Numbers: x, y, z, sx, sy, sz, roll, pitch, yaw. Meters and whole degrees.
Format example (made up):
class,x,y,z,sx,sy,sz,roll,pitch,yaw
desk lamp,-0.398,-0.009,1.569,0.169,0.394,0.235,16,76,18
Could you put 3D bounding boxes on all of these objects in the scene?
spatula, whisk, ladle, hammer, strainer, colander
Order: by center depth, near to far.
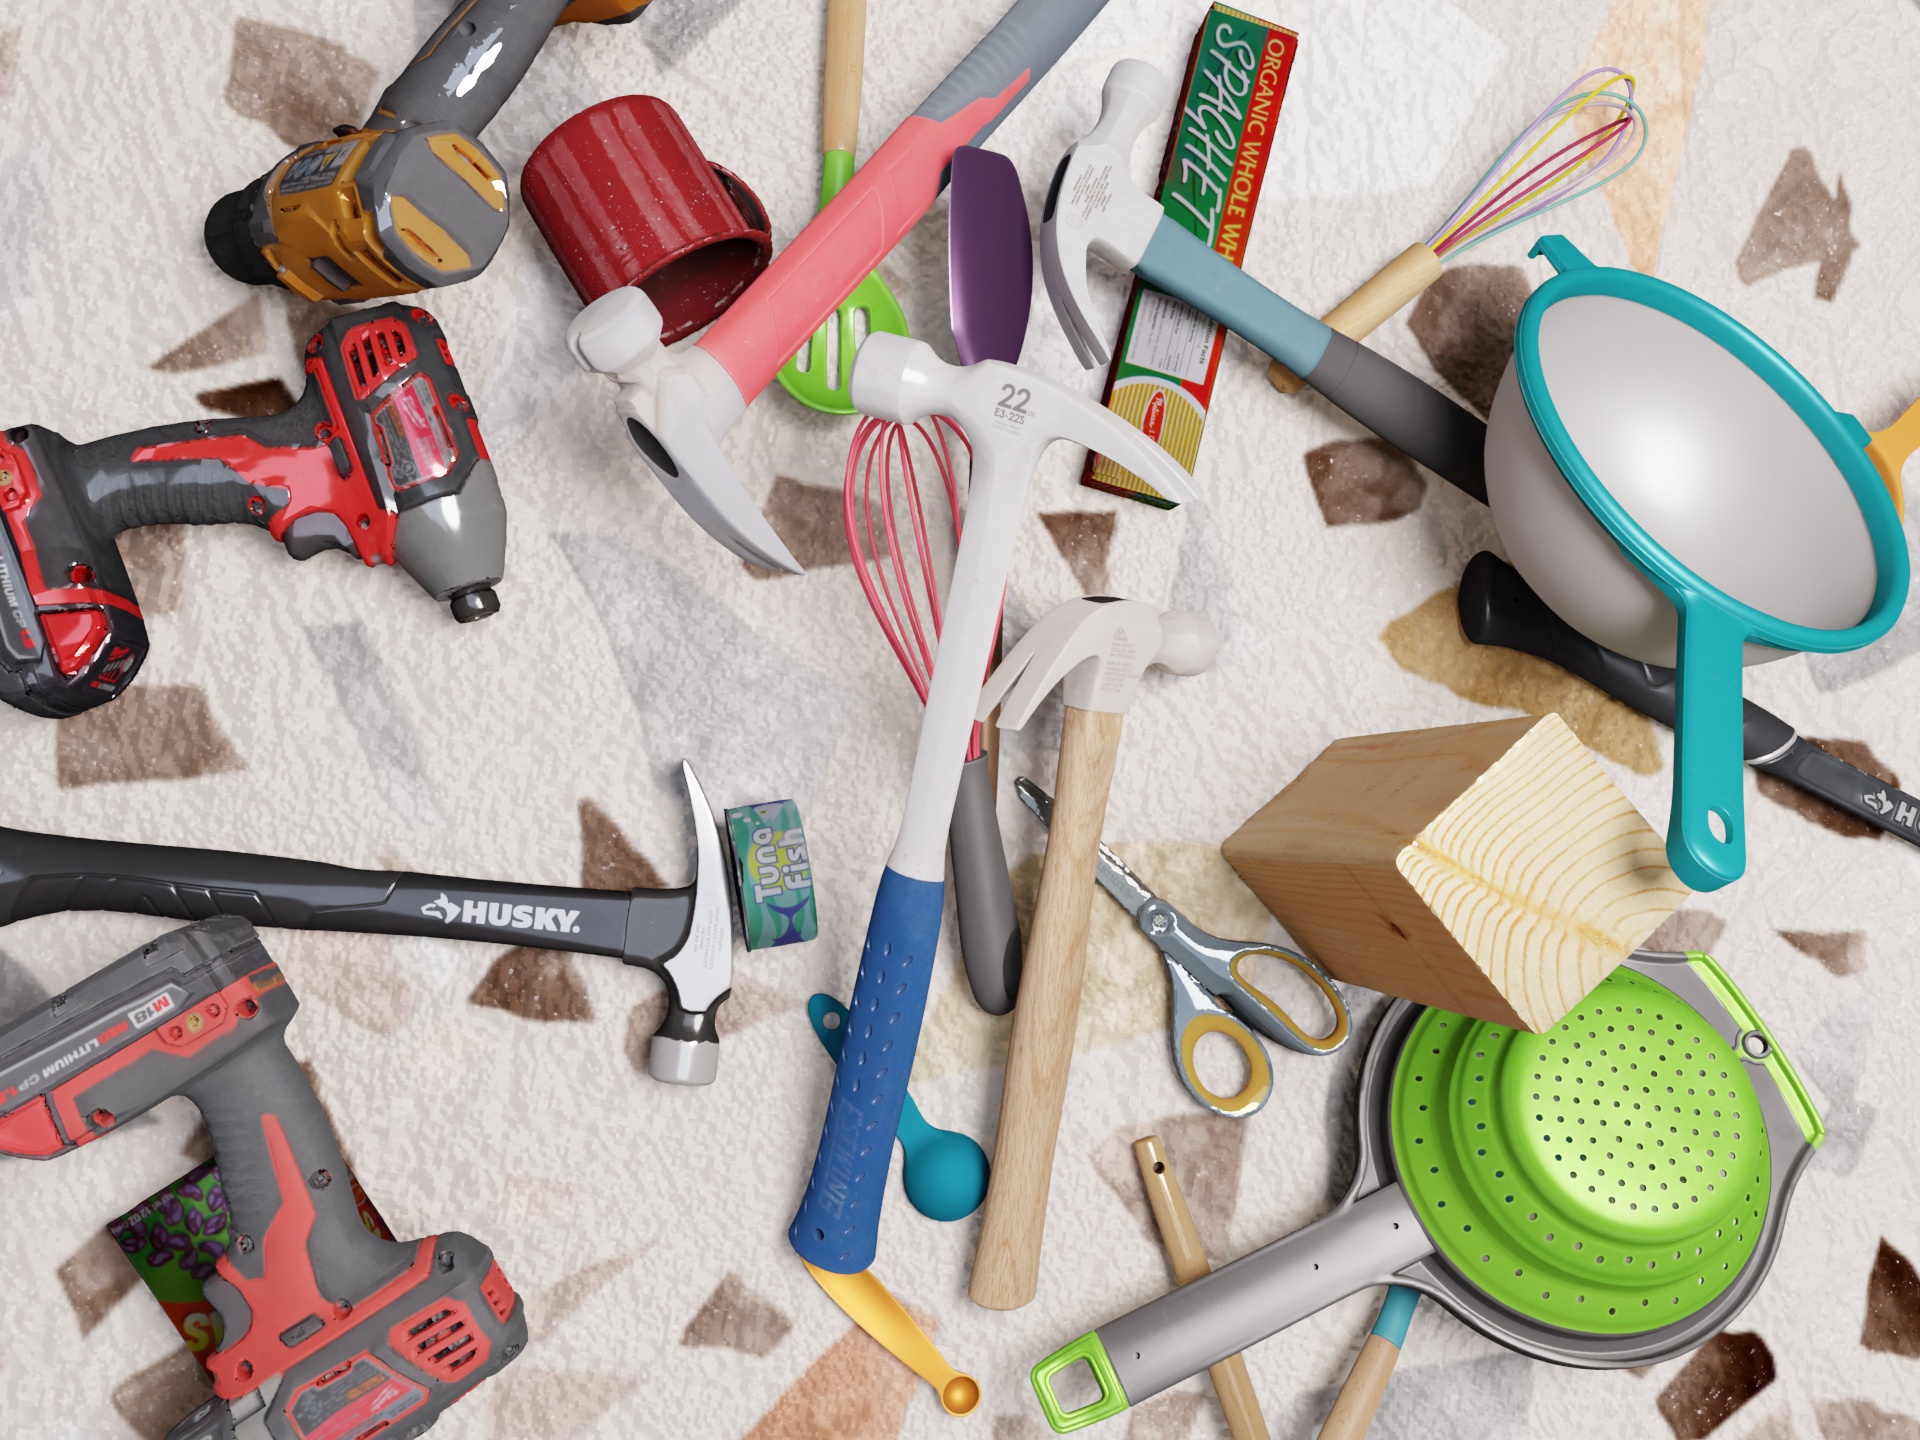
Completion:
class,x,y,z,sx,sy,sz,roll,pitch,yaw
hammer,-0.012,0.056,0.666,0.144,0.035,0.405,19,109,19
strainer,0.298,-0.052,0.691,0.211,0.095,0.341,28,52,-9
hammer,-0.267,0.074,0.709,0.334,0.035,0.146,7,86,-8
colander,0.216,0.215,0.710,0.397,0.094,0.205,-23,68,-9
whisk,-0.001,-0.002,0.718,0.073,0.073,0.295,-11,105,-9
hammer,0.042,0.107,0.724,0.130,0.031,0.331,4,97,-44
hammer,-0.012,-0.244,0.731,0.386,0.038,0.143,-53,130,-22
spatula,0.189,0.310,0.735,0.082,0.044,0.317,35,65,2
spatula,0.013,-0.102,0.743,0.059,0.018,0.316,-7,101,-48
ladle,0.140,0.353,0.756,0.078,0.062,0.320,-18,82,-10
hammer,0.183,-0.172,0.768,0.330,0.033,0.128,28,87,-16
whisk,0.255,-0.245,0.809,0.245,0.047,0.051,-39,94,-5
hammer,0.437,0.018,0.820,0.409,0.036,0.149,27,82,-6

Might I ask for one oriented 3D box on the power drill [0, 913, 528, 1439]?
class,x,y,z,sx,sy,sz,roll,pitch,yaw
power drill,-0.307,0.213,0.635,0.188,0.080,0.226,-32,94,-10

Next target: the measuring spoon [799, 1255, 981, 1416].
class,x,y,z,sx,sy,sz,roll,pitch,yaw
measuring spoon,-0.035,0.280,0.745,0.117,0.011,0.021,45,81,0

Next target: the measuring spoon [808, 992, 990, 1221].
class,x,y,z,sx,sy,sz,roll,pitch,yaw
measuring spoon,-0.031,0.181,0.744,0.042,0.021,0.128,-37,94,-9

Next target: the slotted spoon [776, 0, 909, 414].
class,x,y,z,sx,sy,sz,roll,pitch,yaw
slotted spoon,-0.055,-0.297,0.770,0.070,0.031,0.314,3,84,-10

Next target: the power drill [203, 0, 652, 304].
class,x,y,z,sx,sy,sz,roll,pitch,yaw
power drill,-0.232,-0.278,0.690,0.084,0.185,0.226,40,66,-44

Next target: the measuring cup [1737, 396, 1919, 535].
class,x,y,z,sx,sy,sz,roll,pitch,yaw
measuring cup,0.461,-0.133,0.826,0.173,0.052,0.095,-37,92,-11

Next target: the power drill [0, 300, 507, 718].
class,x,y,z,sx,sy,sz,roll,pitch,yaw
power drill,-0.312,-0.084,0.694,0.219,0.078,0.143,-21,90,-12
